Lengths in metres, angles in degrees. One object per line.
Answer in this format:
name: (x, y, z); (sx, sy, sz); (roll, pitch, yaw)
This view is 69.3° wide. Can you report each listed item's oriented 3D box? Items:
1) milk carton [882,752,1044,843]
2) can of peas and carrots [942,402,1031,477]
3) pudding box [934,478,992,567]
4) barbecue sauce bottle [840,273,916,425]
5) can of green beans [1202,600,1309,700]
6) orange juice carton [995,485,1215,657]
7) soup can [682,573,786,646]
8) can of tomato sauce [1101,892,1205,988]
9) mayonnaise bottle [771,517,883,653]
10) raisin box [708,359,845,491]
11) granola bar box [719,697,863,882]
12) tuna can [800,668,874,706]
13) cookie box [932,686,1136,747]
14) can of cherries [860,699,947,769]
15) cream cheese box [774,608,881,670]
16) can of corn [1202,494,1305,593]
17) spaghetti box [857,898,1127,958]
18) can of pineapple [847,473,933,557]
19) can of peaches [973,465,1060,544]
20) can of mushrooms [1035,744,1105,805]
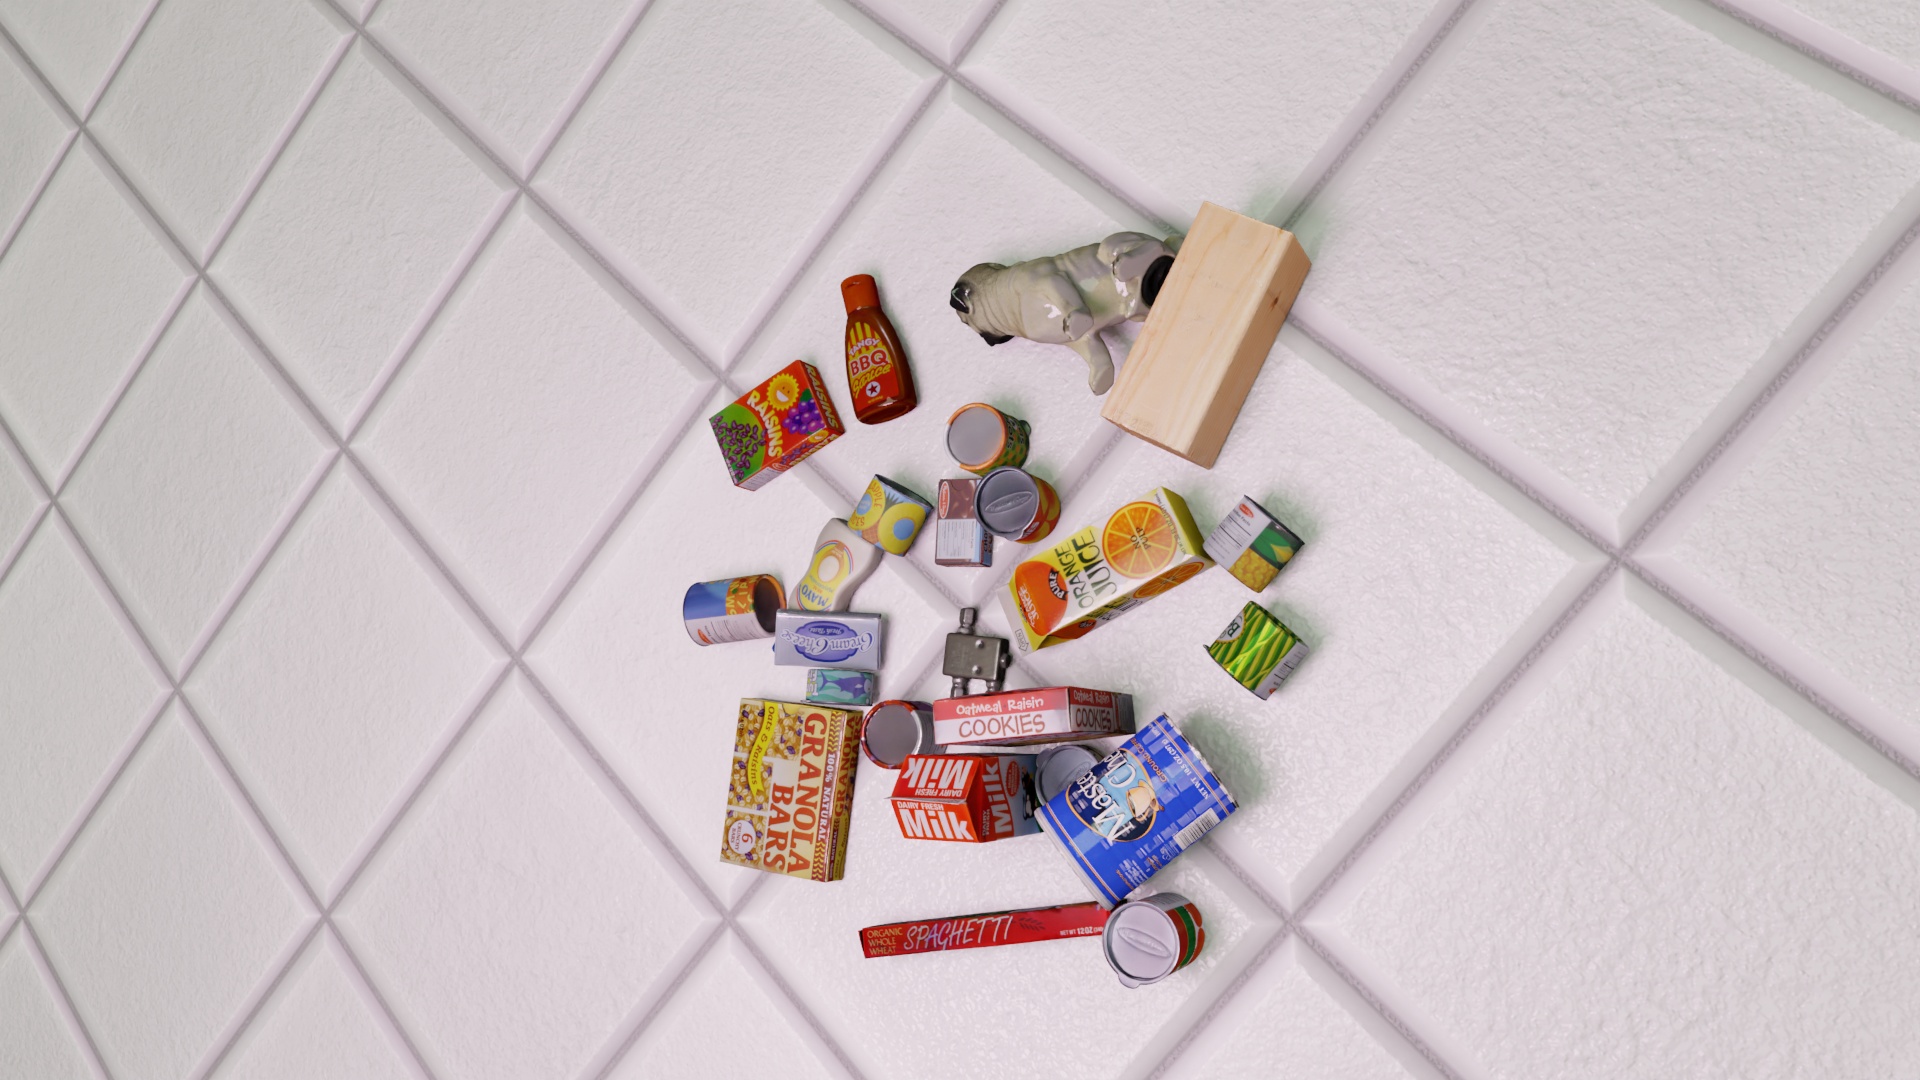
milk carton: (0.007, 0.222, 1.205); (0.072, 0.190, 0.073); (-2, 82, 25)
can of peas and carrots: (0.026, -0.095, 1.320); (0.071, 0.059, 0.071); (-4, 81, 25)
pudding box: (0.005, -0.017, 1.333); (0.049, 0.030, 0.084); (-1, 81, 26)
barbecue sauce bottle: (-0.089, -0.194, 1.398); (0.065, 0.043, 0.149); (-20, 74, 22)
can of green beans: (0.253, 0.093, 1.179); (0.071, 0.071, 0.057); (43, 101, 24)
orange juice carton: (0.123, 0.031, 1.246); (0.192, 0.073, 0.072); (-30, 71, 19)
soup can: (-0.228, 0.068, 1.411); (0.083, 0.071, 0.071); (-9, 79, 23)
can of tomato sauce: (0.164, 0.336, 1.172); (0.071, 0.083, 0.071); (-4, 81, 25)
mayonnaise bottle: (-0.137, 0.054, 1.382); (0.065, 0.041, 0.148); (32, 96, 18)
raisin box: (-0.190, -0.118, 1.437); (0.123, 0.040, 0.086); (-31, 69, 19)
granola bar box: (-0.167, 0.243, 1.368); (0.124, 0.039, 0.165); (4, 84, 25)
tuna can: (-0.119, 0.143, 1.344); (0.071, 0.071, 0.033); (-1, 80, 25)
cookie box: (0.067, 0.153, 1.200); (0.123, 0.167, 0.040); (-10, 78, 24)
can of cherries: (-0.055, 0.184, 1.313); (0.071, 0.058, 0.071); (-4, 80, 24)
cream cheese box: (-0.129, 0.096, 1.352); (0.104, 0.024, 0.053); (3, 102, 1)
can of corn: (0.253, 0.005, 1.195); (0.071, 0.071, 0.058); (44, 102, 24)
spaghetti box: (0.028, 0.350, 1.253); (0.250, 0.050, 0.029); (-13, 76, 23)
can of pineapple: (-0.070, -0.025, 1.348); (0.071, 0.071, 0.058); (33, 97, 26)
can of peaches: (0.054, -0.030, 1.297); (0.071, 0.058, 0.071); (-4, 81, 24)
can of mushrooms: (0.102, 0.215, 1.249); (0.071, 0.033, 0.071); (-4, 81, 25)
